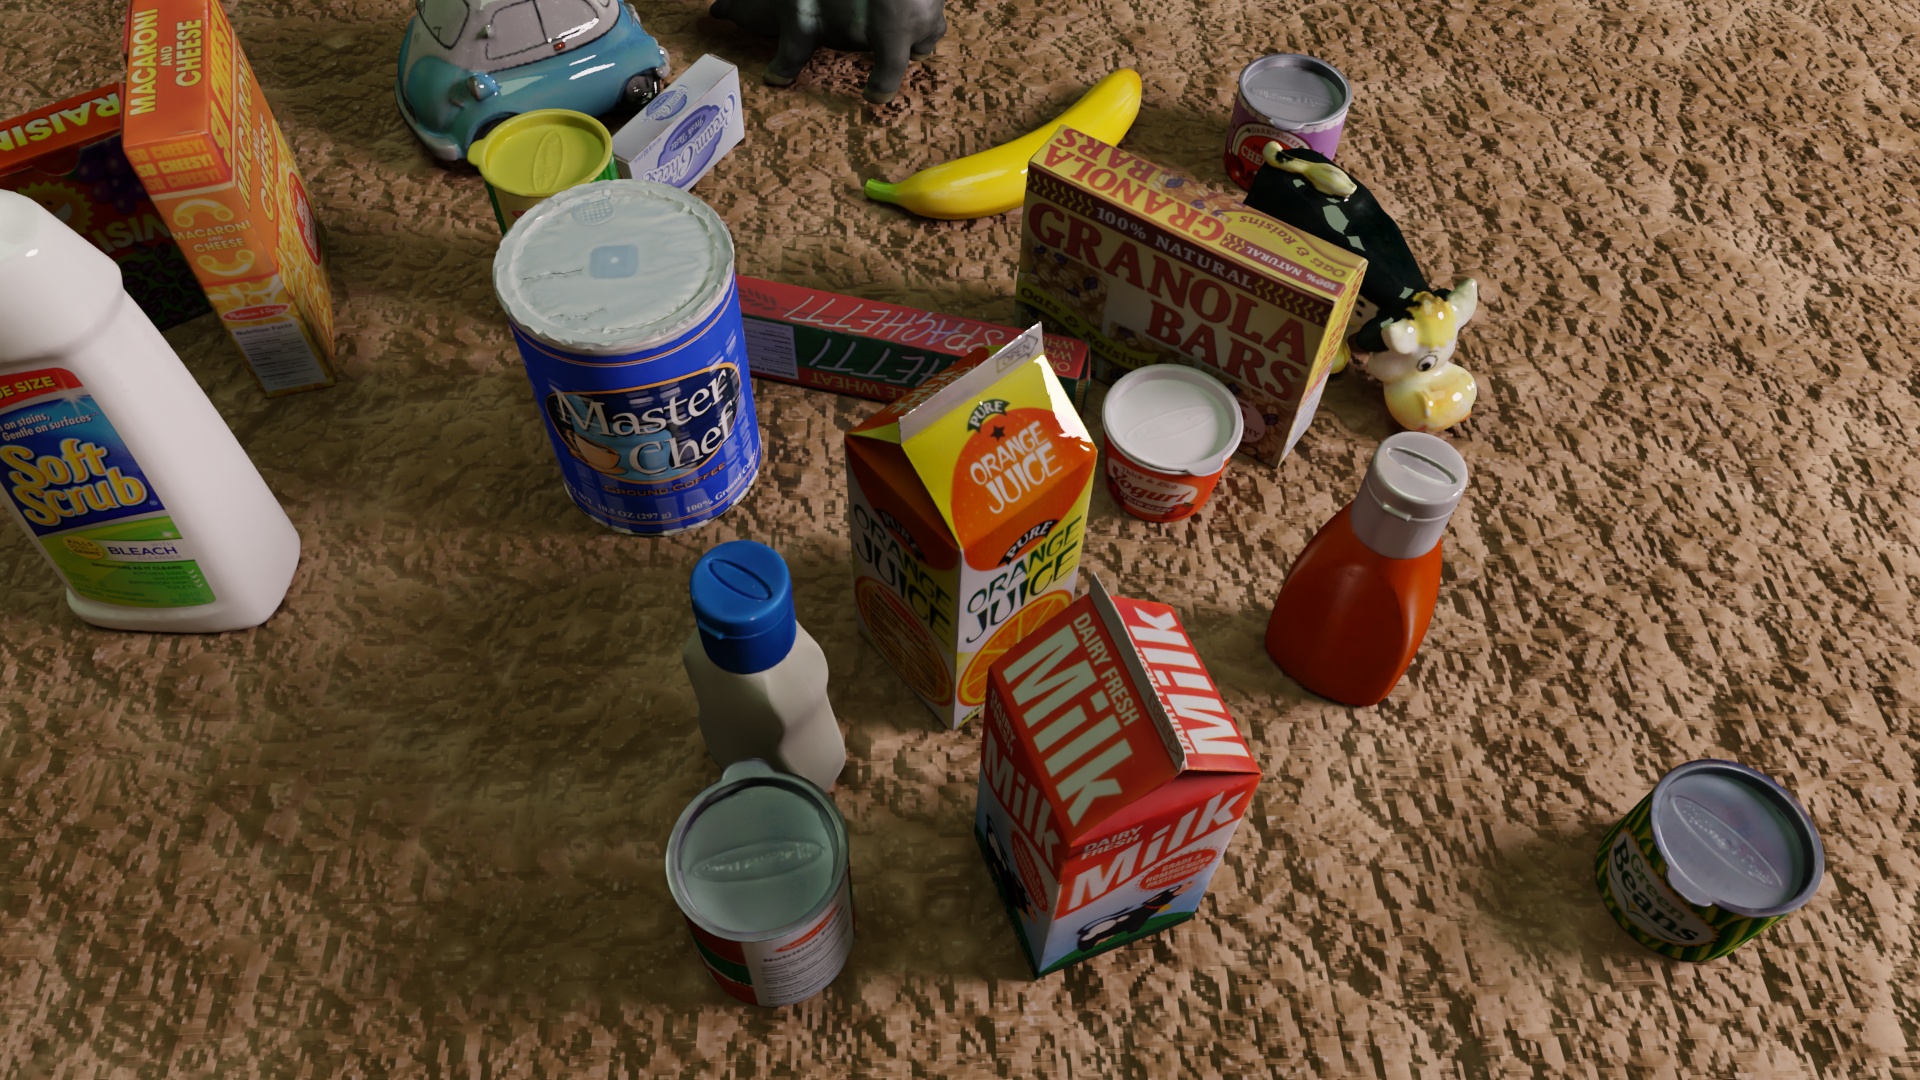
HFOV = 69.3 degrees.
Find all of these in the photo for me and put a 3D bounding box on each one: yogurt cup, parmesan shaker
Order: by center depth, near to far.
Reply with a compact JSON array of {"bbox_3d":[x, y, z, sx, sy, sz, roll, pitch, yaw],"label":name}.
[{"bbox_3d":[0.102,-0.046,0.689,0.072,0.053,0.073,1,55,-1],"label":"yogurt cup"},{"bbox_3d":[-0.211,-0.165,0.733,0.071,0.102,0.071,1,55,-1],"label":"parmesan shaker"}]

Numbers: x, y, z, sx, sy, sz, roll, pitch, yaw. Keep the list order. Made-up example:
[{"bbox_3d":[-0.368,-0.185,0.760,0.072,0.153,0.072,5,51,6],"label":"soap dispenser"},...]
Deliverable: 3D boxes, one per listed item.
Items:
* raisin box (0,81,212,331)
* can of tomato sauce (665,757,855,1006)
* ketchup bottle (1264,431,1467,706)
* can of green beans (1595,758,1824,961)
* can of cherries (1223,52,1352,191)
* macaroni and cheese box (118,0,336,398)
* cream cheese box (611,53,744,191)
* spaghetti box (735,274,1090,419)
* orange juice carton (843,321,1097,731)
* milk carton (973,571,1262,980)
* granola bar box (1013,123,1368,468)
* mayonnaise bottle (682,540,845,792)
[{"bbox_3d":[-0.439,-0.161,0.710,0.086,0.122,0.040,-29,61,-20],"label":"raisin box"},{"bbox_3d":[-0.076,0.135,0.539,0.071,0.082,0.071,1,55,-1],"label":"can of tomato sauce"},{"bbox_3d":[0.175,0.014,0.592,0.065,0.148,0.044,29,59,17],"label":"ketchup bottle"},{"bbox_3d":[0.304,0.132,0.569,0.071,0.057,0.071,1,55,-1],"label":"can of green beans"},{"bbox_3d":[0.193,-0.245,0.829,0.071,0.058,0.072,1,55,-1],"label":"can of cherries"},{"bbox_3d":[-0.362,-0.172,0.694,0.040,0.165,0.124,-13,57,-11],"label":"macaroni and cheese box"},{"bbox_3d":[-0.167,-0.233,0.812,0.024,0.053,0.104,26,58,15],"label":"cream cheese box"},{"bbox_3d":[-0.056,-0.101,0.725,0.250,0.050,0.029,12,56,6],"label":"spaghetti box"},{"bbox_3d":[0.002,-0.007,0.575,0.072,0.191,0.073,-35,63,-23],"label":"orange juice carton"},{"bbox_3d":[0.053,0.089,0.510,0.073,0.189,0.072,-17,58,-13],"label":"milk carton"},{"bbox_3d":[0.107,-0.120,0.699,0.166,0.123,0.039,29,59,18],"label":"granola bar box"},{"bbox_3d":[-0.080,0.055,0.555,0.065,0.147,0.041,29,59,17],"label":"mayonnaise bottle"}]
